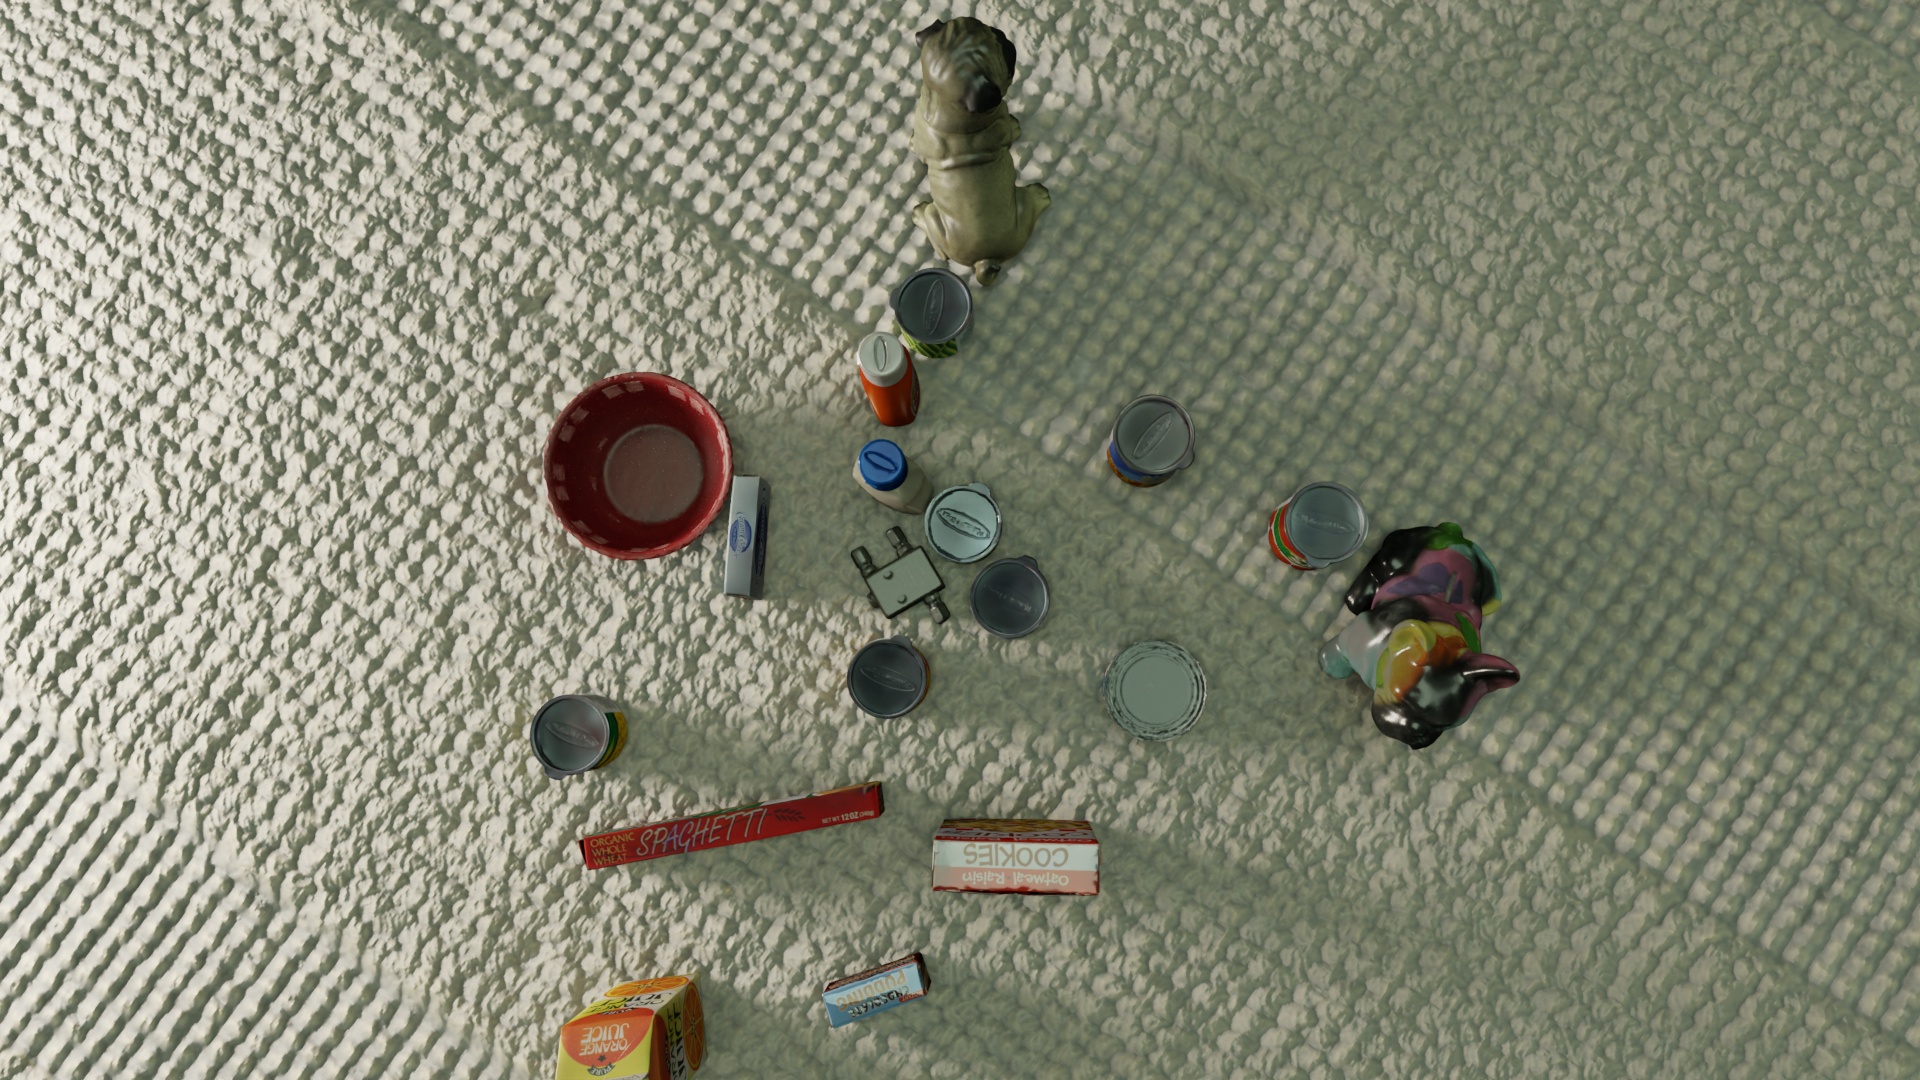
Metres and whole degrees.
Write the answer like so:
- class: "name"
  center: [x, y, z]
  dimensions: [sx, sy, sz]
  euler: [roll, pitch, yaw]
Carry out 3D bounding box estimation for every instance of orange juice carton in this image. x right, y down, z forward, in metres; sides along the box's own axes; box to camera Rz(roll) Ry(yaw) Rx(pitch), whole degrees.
- class: "orange juice carton"
  center: [-0.253, 0.393, 1.070]
  dimensions: [0.072, 0.192, 0.073]
  euler: [-7, 84, 1]

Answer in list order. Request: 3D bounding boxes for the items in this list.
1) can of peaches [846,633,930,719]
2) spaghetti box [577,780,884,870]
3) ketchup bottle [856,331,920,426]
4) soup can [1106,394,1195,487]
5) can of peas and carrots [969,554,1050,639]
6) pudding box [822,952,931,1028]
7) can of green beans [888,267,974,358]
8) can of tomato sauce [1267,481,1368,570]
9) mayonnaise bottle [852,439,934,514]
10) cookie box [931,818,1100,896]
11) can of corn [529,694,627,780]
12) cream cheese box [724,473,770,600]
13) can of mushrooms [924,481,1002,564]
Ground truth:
- class: "can of peaches"
  center: [-0.058, 0.113, 1.161]
  dimensions: [0.071, 0.058, 0.071]
  euler: [0, 84, 2]
- class: "spaghetti box"
  center: [-0.188, 0.237, 1.156]
  dimensions: [0.250, 0.050, 0.028]
  euler: [-11, 84, 1]
- class: "ketchup bottle"
  center: [-0.060, -0.136, 1.143]
  dimensions: [0.043, 0.148, 0.065]
  euler: [-4, 84, 2]
- class: "soup can"
  center: [0.160, -0.080, 1.162]
  dimensions: [0.071, 0.083, 0.071]
  euler: [0, 84, 2]
- class: "can of peas and carrots"
  center: [0.043, 0.048, 1.165]
  dimensions: [0.071, 0.058, 0.071]
  euler: [0, 84, 2]
- class: "pudding box"
  center: [-0.068, 0.368, 1.138]
  dimensions: [0.084, 0.049, 0.030]
  euler: [-19, 84, 0]
- class: "can of green beans"
  center: [-0.022, -0.195, 1.194]
  dimensions: [0.071, 0.058, 0.071]
  euler: [0, 84, 2]
- class: "can of tomato sauce"
  center: [0.294, -0.008, 1.150]
  dimensions: [0.071, 0.083, 0.071]
  euler: [0, 84, 2]
- class: "mayonnaise bottle"
  center: [-0.057, -0.053, 1.134]
  dimensions: [0.065, 0.148, 0.041]
  euler: [27, 86, 5]
- class: "cookie box"
  center: [0.044, 0.246, 1.088]
  dimensions: [0.123, 0.167, 0.040]
  euler: [1, 84, 2]
- class: "can of corn"
  center: [-0.320, 0.164, 1.165]
  dimensions: [0.071, 0.058, 0.071]
  euler: [0, 84, 2]
- class: "cream cheese box"
  center: [-0.181, -0.002, 1.181]
  dimensions: [0.024, 0.053, 0.104]
  euler: [3, 84, 3]
- class: "can of mushrooms"
  center: [0.004, -0.015, 1.186]
  dimensions: [0.071, 0.033, 0.071]
  euler: [0, 84, 2]
